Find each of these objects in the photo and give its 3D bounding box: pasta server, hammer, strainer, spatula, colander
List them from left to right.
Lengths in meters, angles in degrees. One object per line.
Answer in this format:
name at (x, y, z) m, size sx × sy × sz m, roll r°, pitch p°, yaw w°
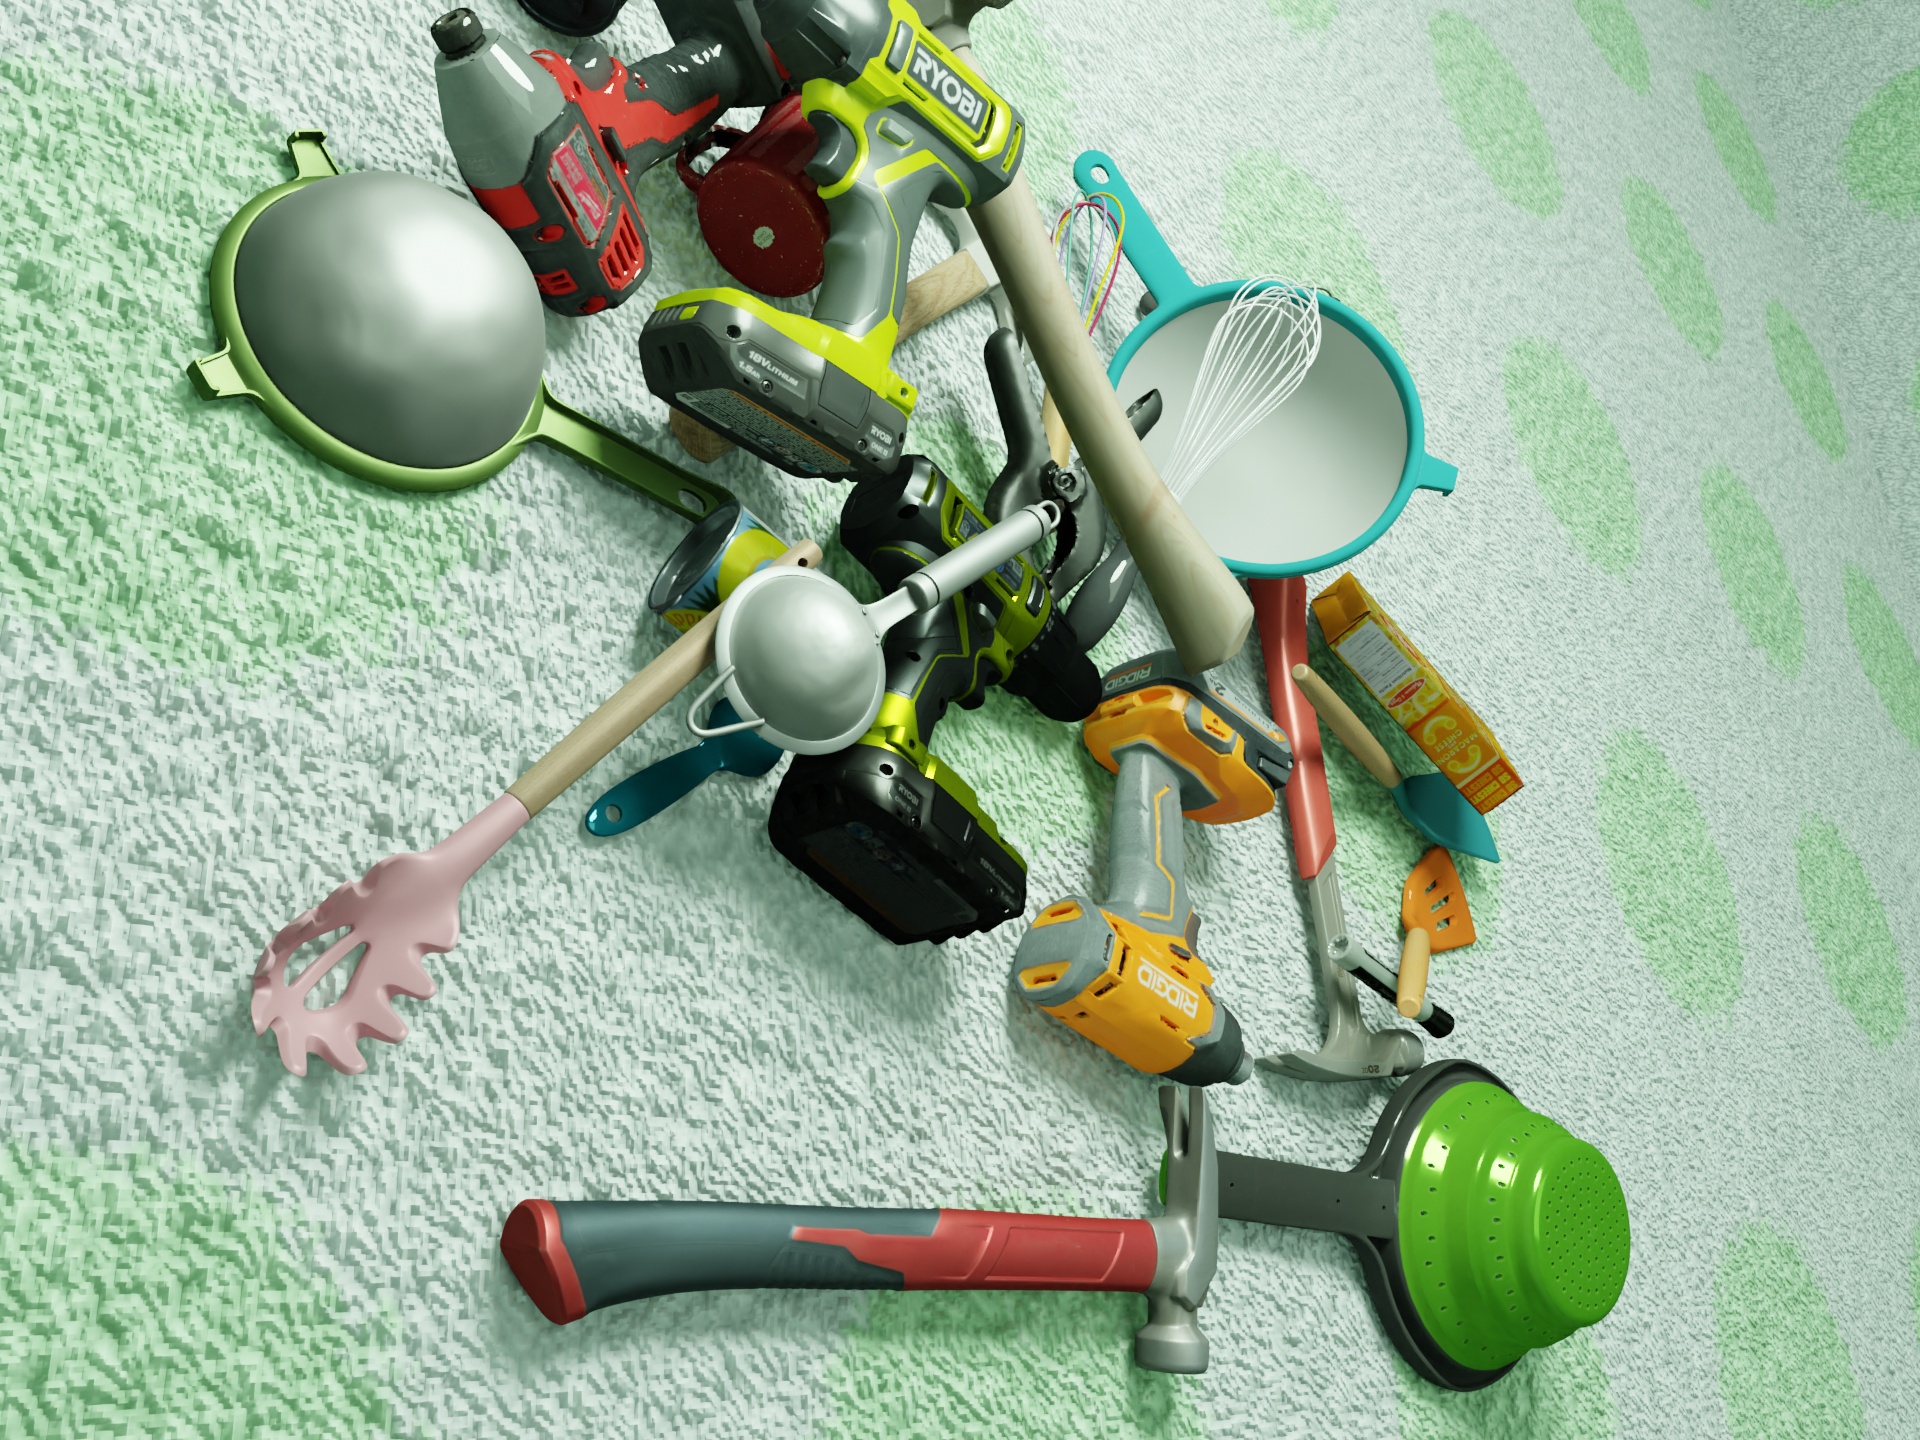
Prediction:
strainer at (-0.195, -0.158, 0.711) m, size 0.256 × 0.069 × 0.152 m, roll 27°, pitch 54°, yaw -32°
pasta server at (-0.157, 0.018, 0.646) m, size 0.316 × 0.040 × 0.060 m, roll -46°, pitch 120°, yaw -32°
hammer at (-0.051, -0.222, 0.913) m, size 0.130 × 0.031 × 0.331 m, roll 56°, pitch 43°, yaw -10°
strainer at (-0.024, -0.058, 0.742) m, size 0.258 × 0.050 × 0.087 m, roll -36°, pitch 100°, yaw -44°
hammer at (-0.020, 0.223, 0.721) m, size 0.386 × 0.038 × 0.143 m, roll 17°, pitch 69°, yaw -38°
hammer at (0.047, -0.212, 0.892) m, size 0.038 × 0.146 × 0.410 m, roll -27°, pitch 92°, yaw -59°
strainer at (0.163, -0.233, 1.078) m, size 0.211 × 0.095 × 0.340 m, roll -27°, pitch 74°, yaw -8°
hammer at (0.227, 0.057, 1.057) m, size 0.149 × 0.037 × 0.359 m, roll 13°, pitch 64°, yaw -41°
spatula at (0.301, 0.025, 1.104) m, size 0.317 × 0.044 × 0.082 m, roll 36°, pitch 34°, yaw -50°
spatula at (0.310, 0.146, 1.047) m, size 0.081 × 0.041 × 0.322 m, roll 72°, pitch 18°, yaw 1°
colander at (0.285, 0.294, 0.946) m, size 0.396 × 0.094 × 0.205 m, roll 19°, pitch 69°, yaw -34°

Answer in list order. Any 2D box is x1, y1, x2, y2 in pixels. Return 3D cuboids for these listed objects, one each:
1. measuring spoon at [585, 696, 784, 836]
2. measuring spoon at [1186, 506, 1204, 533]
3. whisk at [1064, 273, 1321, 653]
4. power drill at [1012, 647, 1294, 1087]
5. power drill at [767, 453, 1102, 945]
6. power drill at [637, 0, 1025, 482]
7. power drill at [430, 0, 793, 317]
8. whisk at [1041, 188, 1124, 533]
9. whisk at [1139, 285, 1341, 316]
measuring spoon at (-0.122, 0.021, 0.734) m, size 0.128 × 0.021 × 0.042 m, roll -35°, pitch 97°, yaw -49°
measuring spoon at (0.184, -0.150, 1.123) m, size 0.124 × 0.018 × 0.034 m, roll -40°, pitch 101°, yaw -46°
whisk at (0.140, -0.159, 0.979) m, size 0.070 × 0.070 × 0.284 m, roll 37°, pitch 79°, yaw -27°
power drill at (0.124, 0.091, 0.909) m, size 0.164 × 0.084 × 0.227 m, roll 37°, pitch 53°, yaw -28°
power drill at (-0.001, -0.003, 0.828) m, size 0.190 × 0.080 × 0.229 m, roll 44°, pitch 43°, yaw -32°
power drill at (-0.065, -0.245, 0.775) m, size 0.171 × 0.080 × 0.223 m, roll 26°, pitch 76°, yaw -41°
power drill at (-0.160, -0.315, 0.761) m, size 0.220 × 0.079 × 0.143 m, roll -60°, pitch 145°, yaw -27°
whisk at (0.070, -0.232, 1.006) m, size 0.051 × 0.047 × 0.245 m, roll 70°, pitch 27°, yaw -70°
whisk at (0.219, -0.310, 1.215) m, size 0.239 × 0.055 × 0.055 m, roll -9°, pitch 78°, yaw -42°
